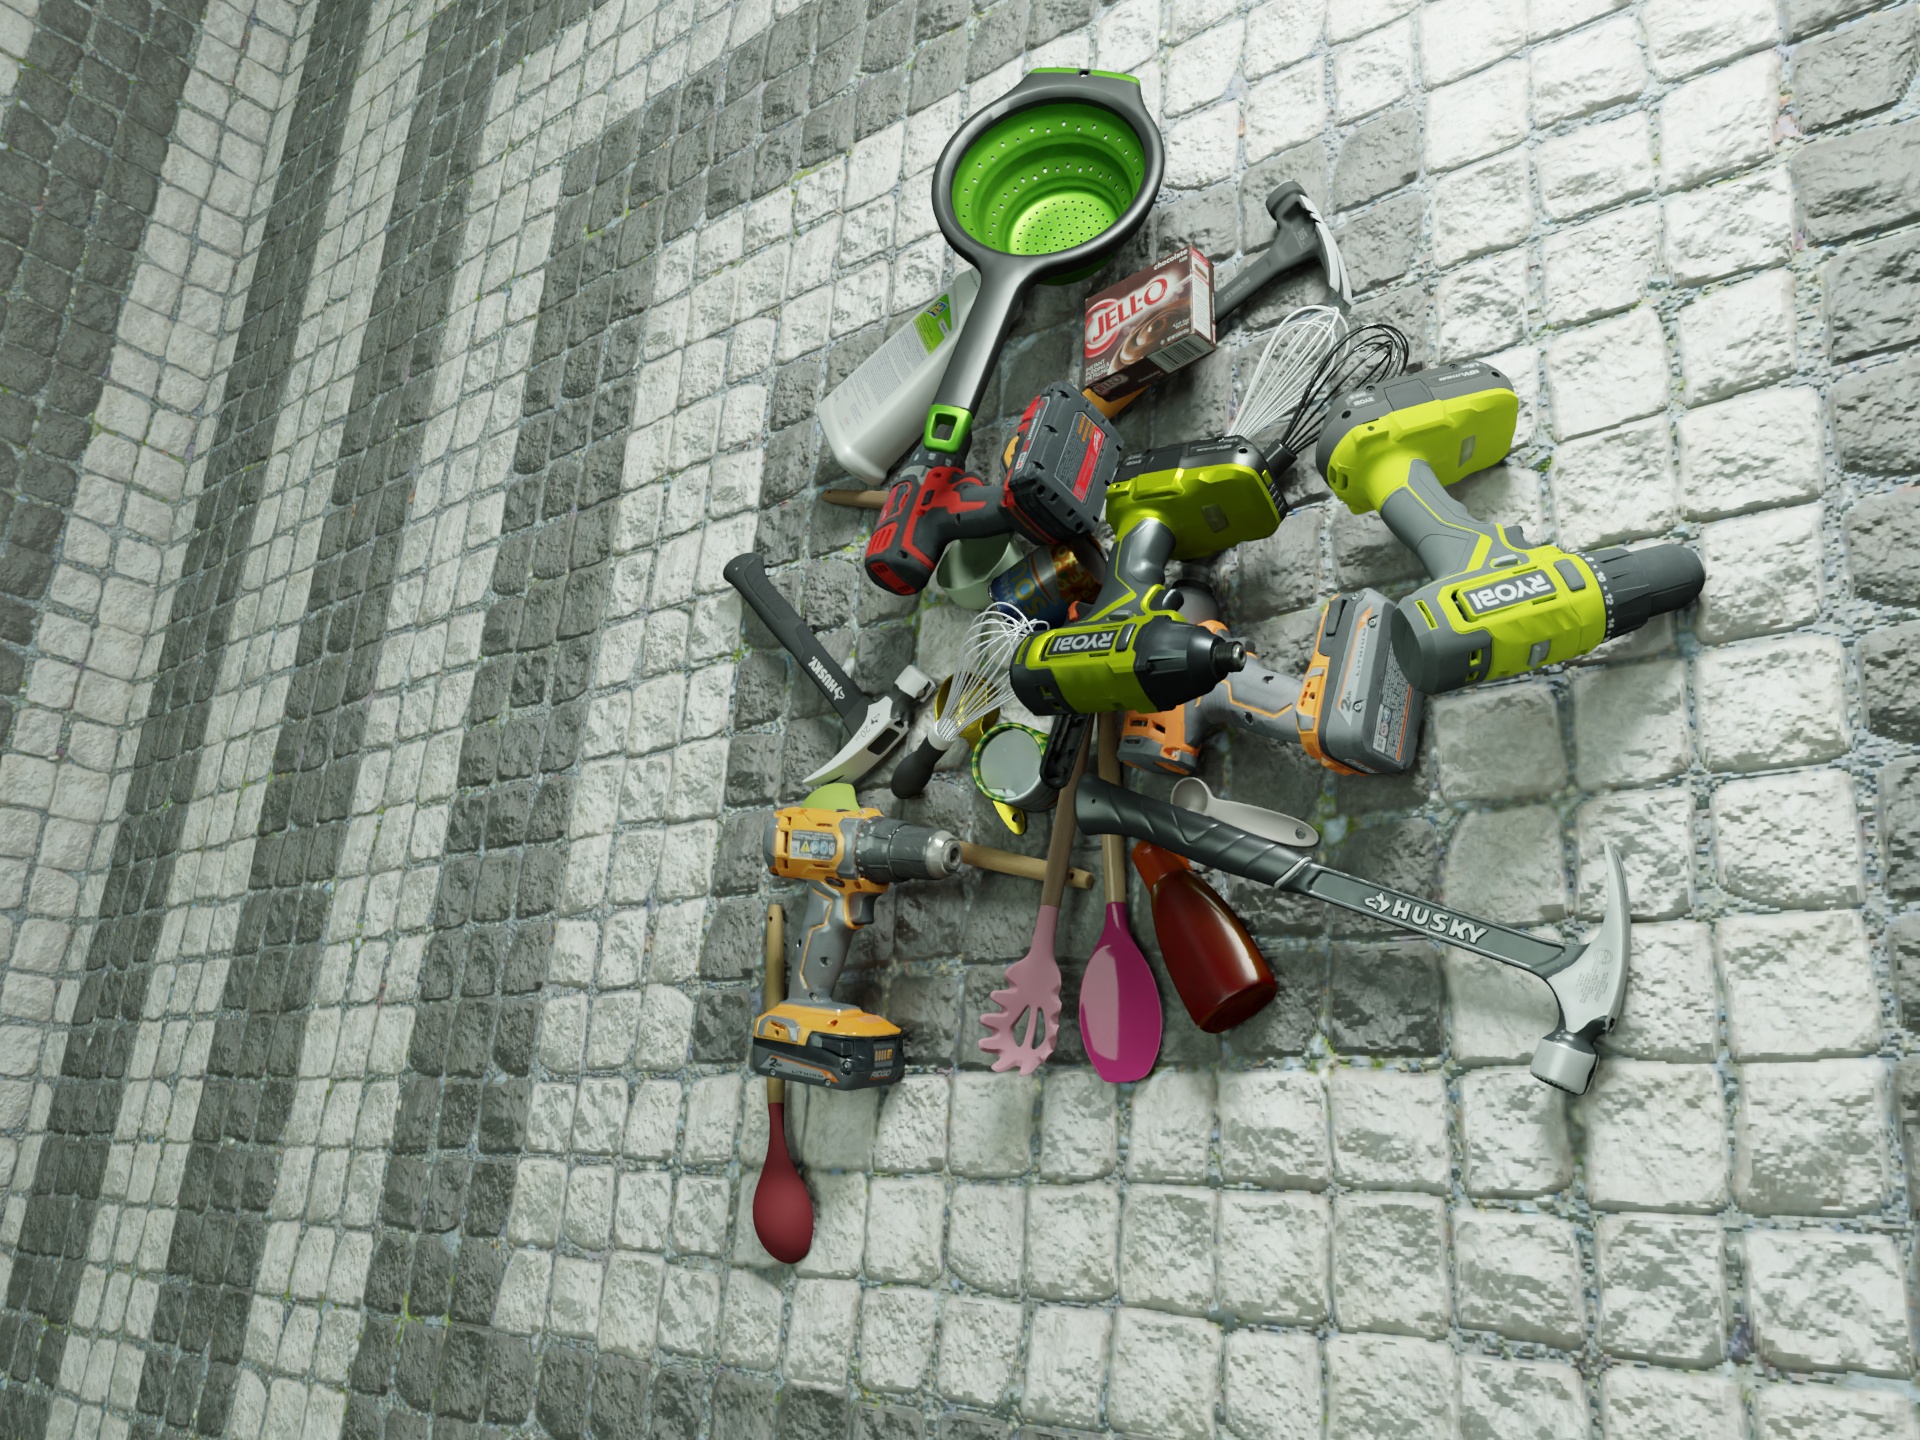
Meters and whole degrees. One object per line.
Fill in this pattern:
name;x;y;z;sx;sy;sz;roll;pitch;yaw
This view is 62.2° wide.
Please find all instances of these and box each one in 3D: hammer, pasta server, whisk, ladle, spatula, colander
hammer;0.243;0.104;1.069;0.409;0.036;0.149;18;85;38
pasta server;0.072;0.116;1.227;0.060;0.040;0.316;6;76;21
hammer;-0.153;-0.066;1.527;0.146;0.035;0.335;-51;46;8
hammer;0.168;-0.299;1.330;0.337;0.034;0.127;-35;52;28
whisk;0.217;-0.222;1.252;0.246;0.057;0.059;-52;12;18
whisk;-0.001;-0.003;1.292;0.284;0.070;0.070;127;141;-53
whisk;0.246;-0.208;1.214;0.239;0.055;0.055;-47;48;24
ladle;-0.161;0.311;1.397;0.069;0.031;0.316;-24;57;34
spatula;-0.035;-0.202;1.473;0.316;0.018;0.060;13;55;50
ladle;-0.018;0.108;1.344;0.320;0.062;0.078;9;77;37
colander;0.056;-0.381;1.378;0.204;0.094;0.397;14;71;20

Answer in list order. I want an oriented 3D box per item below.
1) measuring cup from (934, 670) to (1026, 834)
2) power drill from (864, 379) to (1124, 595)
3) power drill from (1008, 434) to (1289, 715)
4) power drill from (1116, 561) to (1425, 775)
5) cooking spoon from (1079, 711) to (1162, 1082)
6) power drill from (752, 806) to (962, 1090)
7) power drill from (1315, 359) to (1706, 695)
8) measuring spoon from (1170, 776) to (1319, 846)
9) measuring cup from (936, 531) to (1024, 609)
measuring cup;0.027;0.029;1.343;0.062;0.029;0.157;-38;64;28
power drill;0.024;-0.209;1.339;0.227;0.080;0.188;-13;48;45
power drill;0.148;-0.099;1.138;0.171;0.080;0.223;-4;46;37
power drill;0.220;-0.040;1.149;0.226;0.084;0.164;1;75;47
cooking spoon;0.119;0.116;1.221;0.069;0.017;0.319;-15;64;31
power drill;-0.085;0.185;1.311;0.185;0.084;0.226;1;85;35
power drill;0.348;-0.129;1.035;0.190;0.080;0.229;-16;52;-2
measuring spoon;0.209;0.070;1.163;0.124;0.018;0.034;17;99;38
measuring cup;0.057;-0.156;1.379;0.167;0.038;0.083;-35;36;6
